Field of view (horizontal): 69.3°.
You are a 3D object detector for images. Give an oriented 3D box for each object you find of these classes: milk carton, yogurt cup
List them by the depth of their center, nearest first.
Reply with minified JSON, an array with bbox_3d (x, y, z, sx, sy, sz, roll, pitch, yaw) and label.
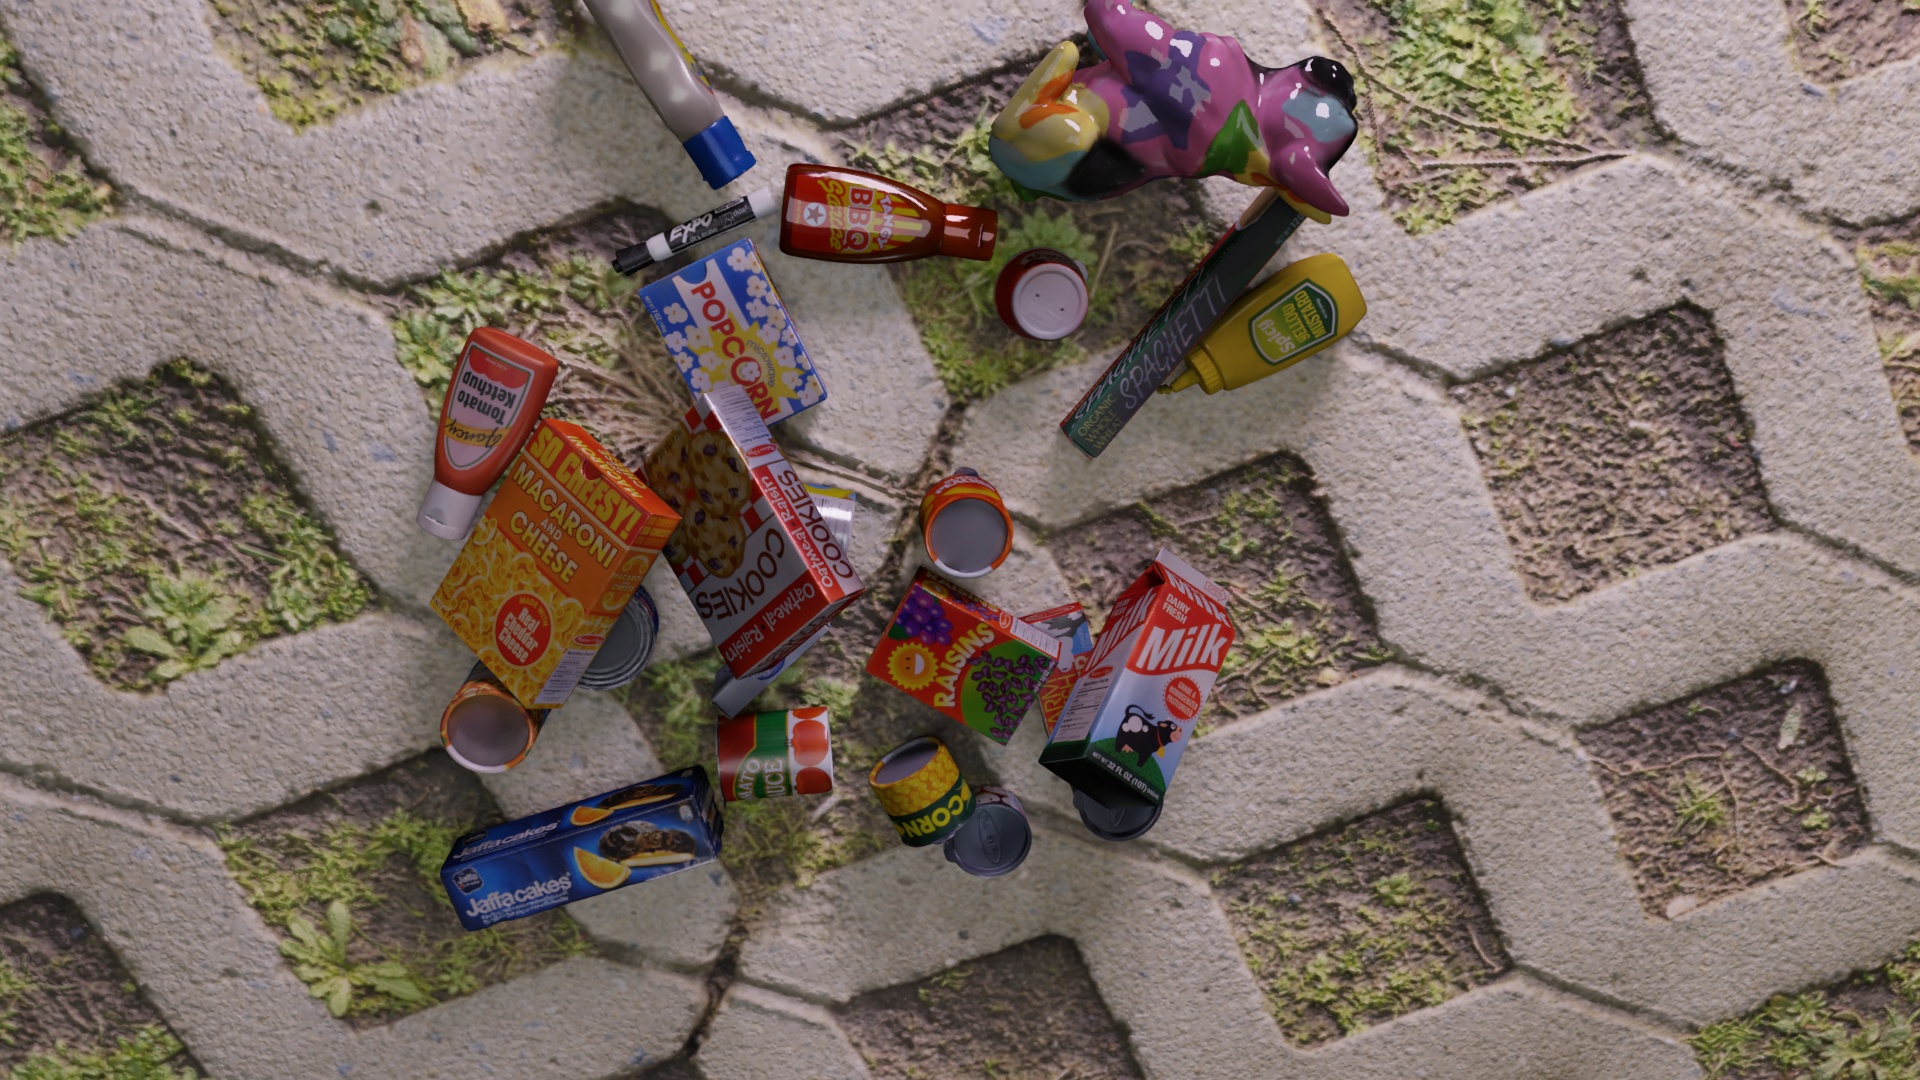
[{"bbox_3d":[0.060,-0.172,0.989,0.072,0.054,0.072,-1,106,-4],"label":"yogurt cup"},{"bbox_3d":[0.141,0.100,1.039,0.072,0.073,0.191,34,66,-14],"label":"milk carton"}]

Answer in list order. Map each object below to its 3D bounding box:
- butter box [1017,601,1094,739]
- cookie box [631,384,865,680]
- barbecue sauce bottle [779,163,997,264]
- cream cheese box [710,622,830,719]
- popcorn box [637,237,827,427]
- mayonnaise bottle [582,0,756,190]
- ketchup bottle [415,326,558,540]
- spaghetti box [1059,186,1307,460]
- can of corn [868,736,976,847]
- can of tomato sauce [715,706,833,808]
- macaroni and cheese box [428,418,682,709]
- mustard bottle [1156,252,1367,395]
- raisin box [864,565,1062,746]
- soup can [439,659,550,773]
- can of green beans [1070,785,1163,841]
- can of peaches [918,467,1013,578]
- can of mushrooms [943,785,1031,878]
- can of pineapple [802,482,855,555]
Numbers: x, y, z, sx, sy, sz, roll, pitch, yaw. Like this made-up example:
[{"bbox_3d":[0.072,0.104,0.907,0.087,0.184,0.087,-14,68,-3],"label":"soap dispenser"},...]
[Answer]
[{"bbox_3d":[0.081,0.103,1.083,0.053,0.024,0.103,-16,106,0],"label":"butter box"},{"bbox_3d":[-0.151,-0.003,0.960,0.122,0.040,0.167,-39,80,40],"label":"cookie box"},{"bbox_3d":[-0.050,-0.222,0.969,0.149,0.044,0.064,6,104,-8],"label":"barbecue sauce bottle"},{"bbox_3d":[-0.142,0.083,1.040,0.103,0.053,0.024,-42,107,7],"label":"cream cheese box"},{"bbox_3d":[-0.159,-0.140,0.984,0.085,0.038,0.126,-25,107,3],"label":"popcorn box"},{"bbox_3d":[-0.192,-0.306,0.924,0.041,0.065,0.147,-31,110,6],"label":"mayonnaise bottle"},{"bbox_3d":[-0.340,-0.073,0.981,0.065,0.043,0.148,27,102,0],"label":"ketchup bottle"},{"bbox_3d":[0.164,-0.162,1.004,0.028,0.050,0.249,39,99,-12],"label":"spaghetti box"},{"bbox_3d":[-0.029,0.194,1.073,0.071,0.071,0.058,-27,106,2],"label":"can of corn"},{"bbox_3d":[-0.140,0.163,1.054,0.083,0.071,0.071,-5,106,-5],"label":"can of tomato sauce"},{"bbox_3d":[-0.288,0.016,0.980,0.124,0.040,0.166,38,101,24],"label":"macaroni and cheese box"},{"bbox_3d":[0.215,-0.147,1.014,0.160,0.049,0.065,-32,105,4],"label":"mustard bottle"},{"bbox_3d":[0.002,0.087,1.049,0.123,0.040,0.085,29,110,-3],"label":"raisin box"},{"bbox_3d":[-0.335,0.121,1.015,0.071,0.084,0.071,-1,105,-5],"label":"soup can"},{"bbox_3d":[0.121,0.194,1.094,0.071,0.058,0.071,-2,106,-5],"label":"can of green beans"},{"bbox_3d":[0.004,-0.013,1.025,0.071,0.058,0.071,-1,106,-5],"label":"can of peaches"},{"bbox_3d":[0.020,0.232,1.108,0.071,0.033,0.070,-2,106,-6],"label":"can of mushrooms"},{"bbox_3d":[-0.111,-0.009,1.013,0.058,0.071,0.070,11,105,-9],"label":"can of pineapple"}]
